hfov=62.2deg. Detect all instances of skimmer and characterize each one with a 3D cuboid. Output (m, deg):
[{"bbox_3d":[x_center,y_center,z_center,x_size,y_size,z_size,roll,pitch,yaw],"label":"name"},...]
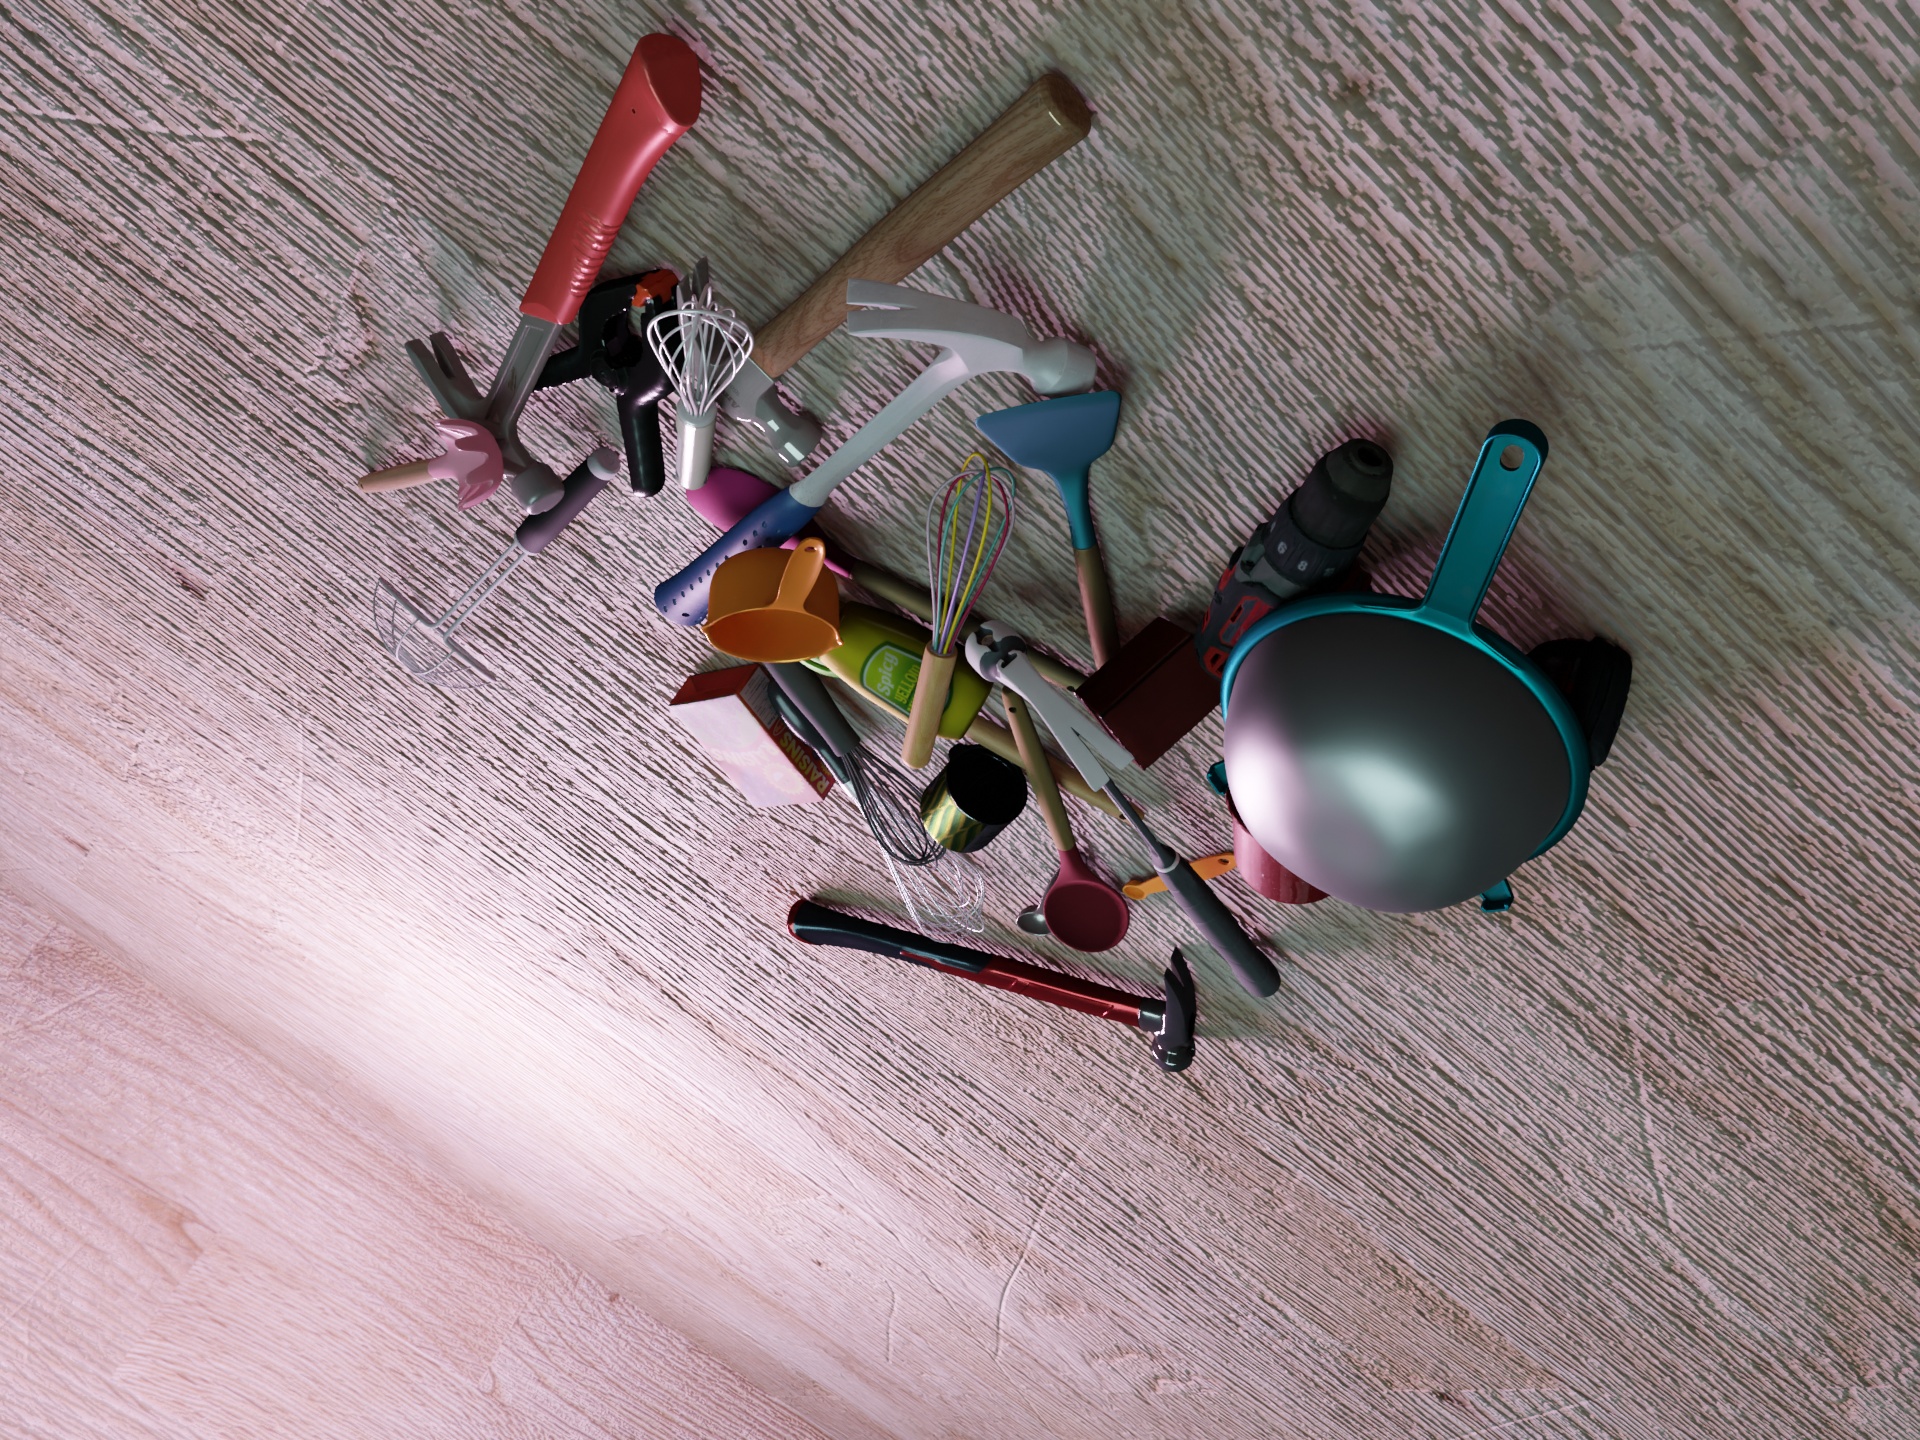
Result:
[{"bbox_3d":[-0.356,-0.127,1.252,0.127,0.090,0.363,44,131,-15],"label":"skimmer"}]

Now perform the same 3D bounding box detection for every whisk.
[{"bbox_3d":[-0.066,0.073,1.281,0.070,0.070,0.284,-13,123,43],"label":"whisk"},{"bbox_3d":[-0.008,-0.067,1.037,0.047,0.051,0.244,37,133,26],"label":"whisk"},{"bbox_3d":[-0.086,0.020,1.216,0.055,0.055,0.239,-20,111,46],"label":"whisk"},{"bbox_3d":[-0.161,-0.193,0.970,0.059,0.058,0.246,4,166,-10],"label":"whisk"}]

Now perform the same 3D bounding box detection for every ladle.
[{"bbox_3d":[0.072,0.078,1.186,0.069,0.031,0.315,-6,139,14],"label":"ladle"}]

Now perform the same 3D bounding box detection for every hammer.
[{"bbox_3d":[-0.096,-0.149,0.995,0.144,0.035,0.405,14,154,-32],"label":"hammer"},{"bbox_3d":[0.140,0.090,1.106,0.408,0.036,0.149,49,180,-42],"label":"hammer"},{"bbox_3d":[0.018,0.209,1.400,0.386,0.038,0.143,12,140,22],"label":"hammer"},{"bbox_3d":[-0.051,-0.255,0.889,0.130,0.031,0.331,43,142,-19],"label":"hammer"},{"bbox_3d":[-0.245,-0.276,0.962,0.149,0.037,0.359,54,140,4],"label":"hammer"}]

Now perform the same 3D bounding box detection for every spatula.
[{"bbox_3d":[0.080,-0.085,0.996,0.082,0.044,0.317,-9,136,9],"label":"spatula"}]

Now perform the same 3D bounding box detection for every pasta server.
[{"bbox_3d":[-0.389,-0.177,1.137,0.316,0.040,0.060,6,112,54],"label":"pasta server"}]

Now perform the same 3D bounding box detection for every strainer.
[{"bbox_3d":[0.231,-0.002,0.830,0.211,0.095,0.340,25,144,16],"label":"strainer"}]

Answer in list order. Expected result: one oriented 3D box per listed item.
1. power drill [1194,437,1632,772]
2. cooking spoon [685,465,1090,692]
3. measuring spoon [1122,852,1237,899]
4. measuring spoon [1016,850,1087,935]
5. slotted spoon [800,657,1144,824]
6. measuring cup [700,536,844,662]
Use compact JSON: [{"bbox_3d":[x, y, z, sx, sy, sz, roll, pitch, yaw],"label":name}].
[{"bbox_3d":[0.259,-0.048,0.898,0.227,0.080,0.187,30,144,4],"label":"power drill"},{"bbox_3d":[-0.051,-0.093,1.096,0.319,0.017,0.068,27,144,4],"label":"cooking spoon"},{"bbox_3d":[0.169,0.116,1.213,0.021,0.011,0.117,39,140,-23],"label":"measuring spoon"},{"bbox_3d":[0.078,0.137,1.297,0.034,0.018,0.124,19,138,-6],"label":"measuring spoon"},{"bbox_3d":[-0.002,-0.004,1.166,0.313,0.031,0.070,30,136,-4],"label":"slotted spoon"},{"bbox_3d":[-0.111,-0.094,1.016,0.095,0.052,0.173,6,156,-16],"label":"measuring cup"}]
